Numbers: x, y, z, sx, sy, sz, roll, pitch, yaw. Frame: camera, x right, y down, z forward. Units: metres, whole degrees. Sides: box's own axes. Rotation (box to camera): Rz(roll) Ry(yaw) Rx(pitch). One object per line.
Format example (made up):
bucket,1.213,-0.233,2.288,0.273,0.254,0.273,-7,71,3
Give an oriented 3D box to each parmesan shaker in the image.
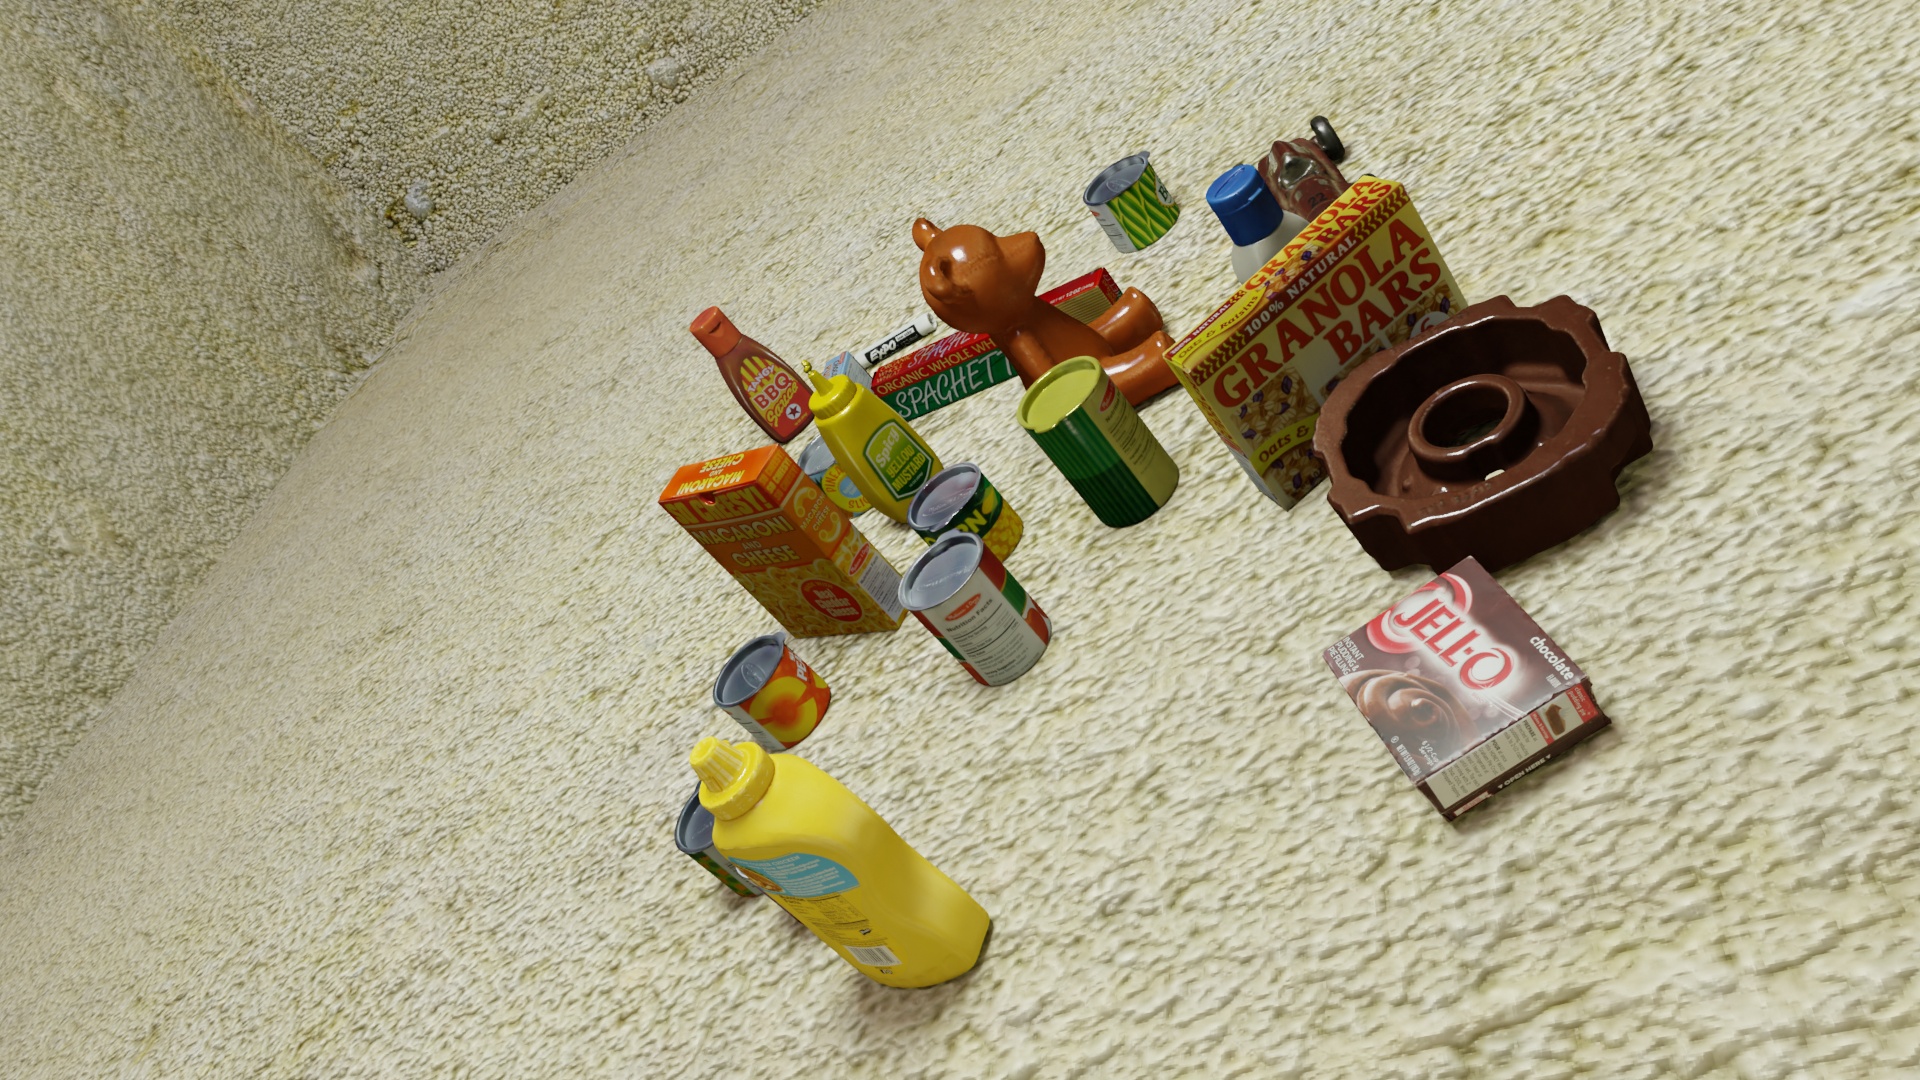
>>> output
parmesan shaker,0.093,-0.063,0.938,0.071,0.103,0.072,-29,32,21

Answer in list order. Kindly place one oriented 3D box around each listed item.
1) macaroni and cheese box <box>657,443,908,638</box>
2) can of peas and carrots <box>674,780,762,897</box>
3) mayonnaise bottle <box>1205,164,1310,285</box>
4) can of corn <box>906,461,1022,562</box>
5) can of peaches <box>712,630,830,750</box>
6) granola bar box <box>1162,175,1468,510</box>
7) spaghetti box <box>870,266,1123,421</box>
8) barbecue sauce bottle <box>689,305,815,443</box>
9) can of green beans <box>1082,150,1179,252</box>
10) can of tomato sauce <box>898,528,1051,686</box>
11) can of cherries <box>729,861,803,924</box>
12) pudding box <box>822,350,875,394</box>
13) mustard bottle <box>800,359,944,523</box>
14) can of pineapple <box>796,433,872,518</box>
macaroni and cheese box,-0.130,0.006,1.041,0.123,0.166,0.040,-9,43,44
can of peas and carrots,-0.147,0.193,0.923,0.071,0.058,0.071,-29,32,20
mayonnaise bottle,0.211,-0.177,0.906,0.065,0.147,0.041,-47,30,-9
can of corn,0.004,-0.013,1.020,0.071,0.058,0.071,-29,32,20
can of peaches,-0.136,0.110,1.021,0.071,0.058,0.071,-29,32,20
granola bar box,0.221,-0.119,0.842,0.165,0.124,0.039,-42,29,0
spaghetti box,0.030,-0.164,1.198,0.249,0.050,0.029,-19,36,33
barbecue sauce bottle,-0.206,-0.167,1.375,0.065,0.148,0.044,-47,30,-9
can of green beans,0.151,-0.296,1.224,0.071,0.057,0.071,-29,32,20
can of tomato sauce,0.010,0.044,0.912,0.071,0.083,0.071,-29,32,21
can of cherries,-0.098,0.197,0.862,0.071,0.058,0.072,-29,32,20
pudding box,-0.110,-0.137,1.325,0.030,0.049,0.084,-26,33,25
mustard bottle,-0.076,-0.083,1.102,0.065,0.160,0.049,-52,31,-17
can of pineapple,-0.099,-0.060,1.202,0.071,0.057,0.071,-29,32,20
